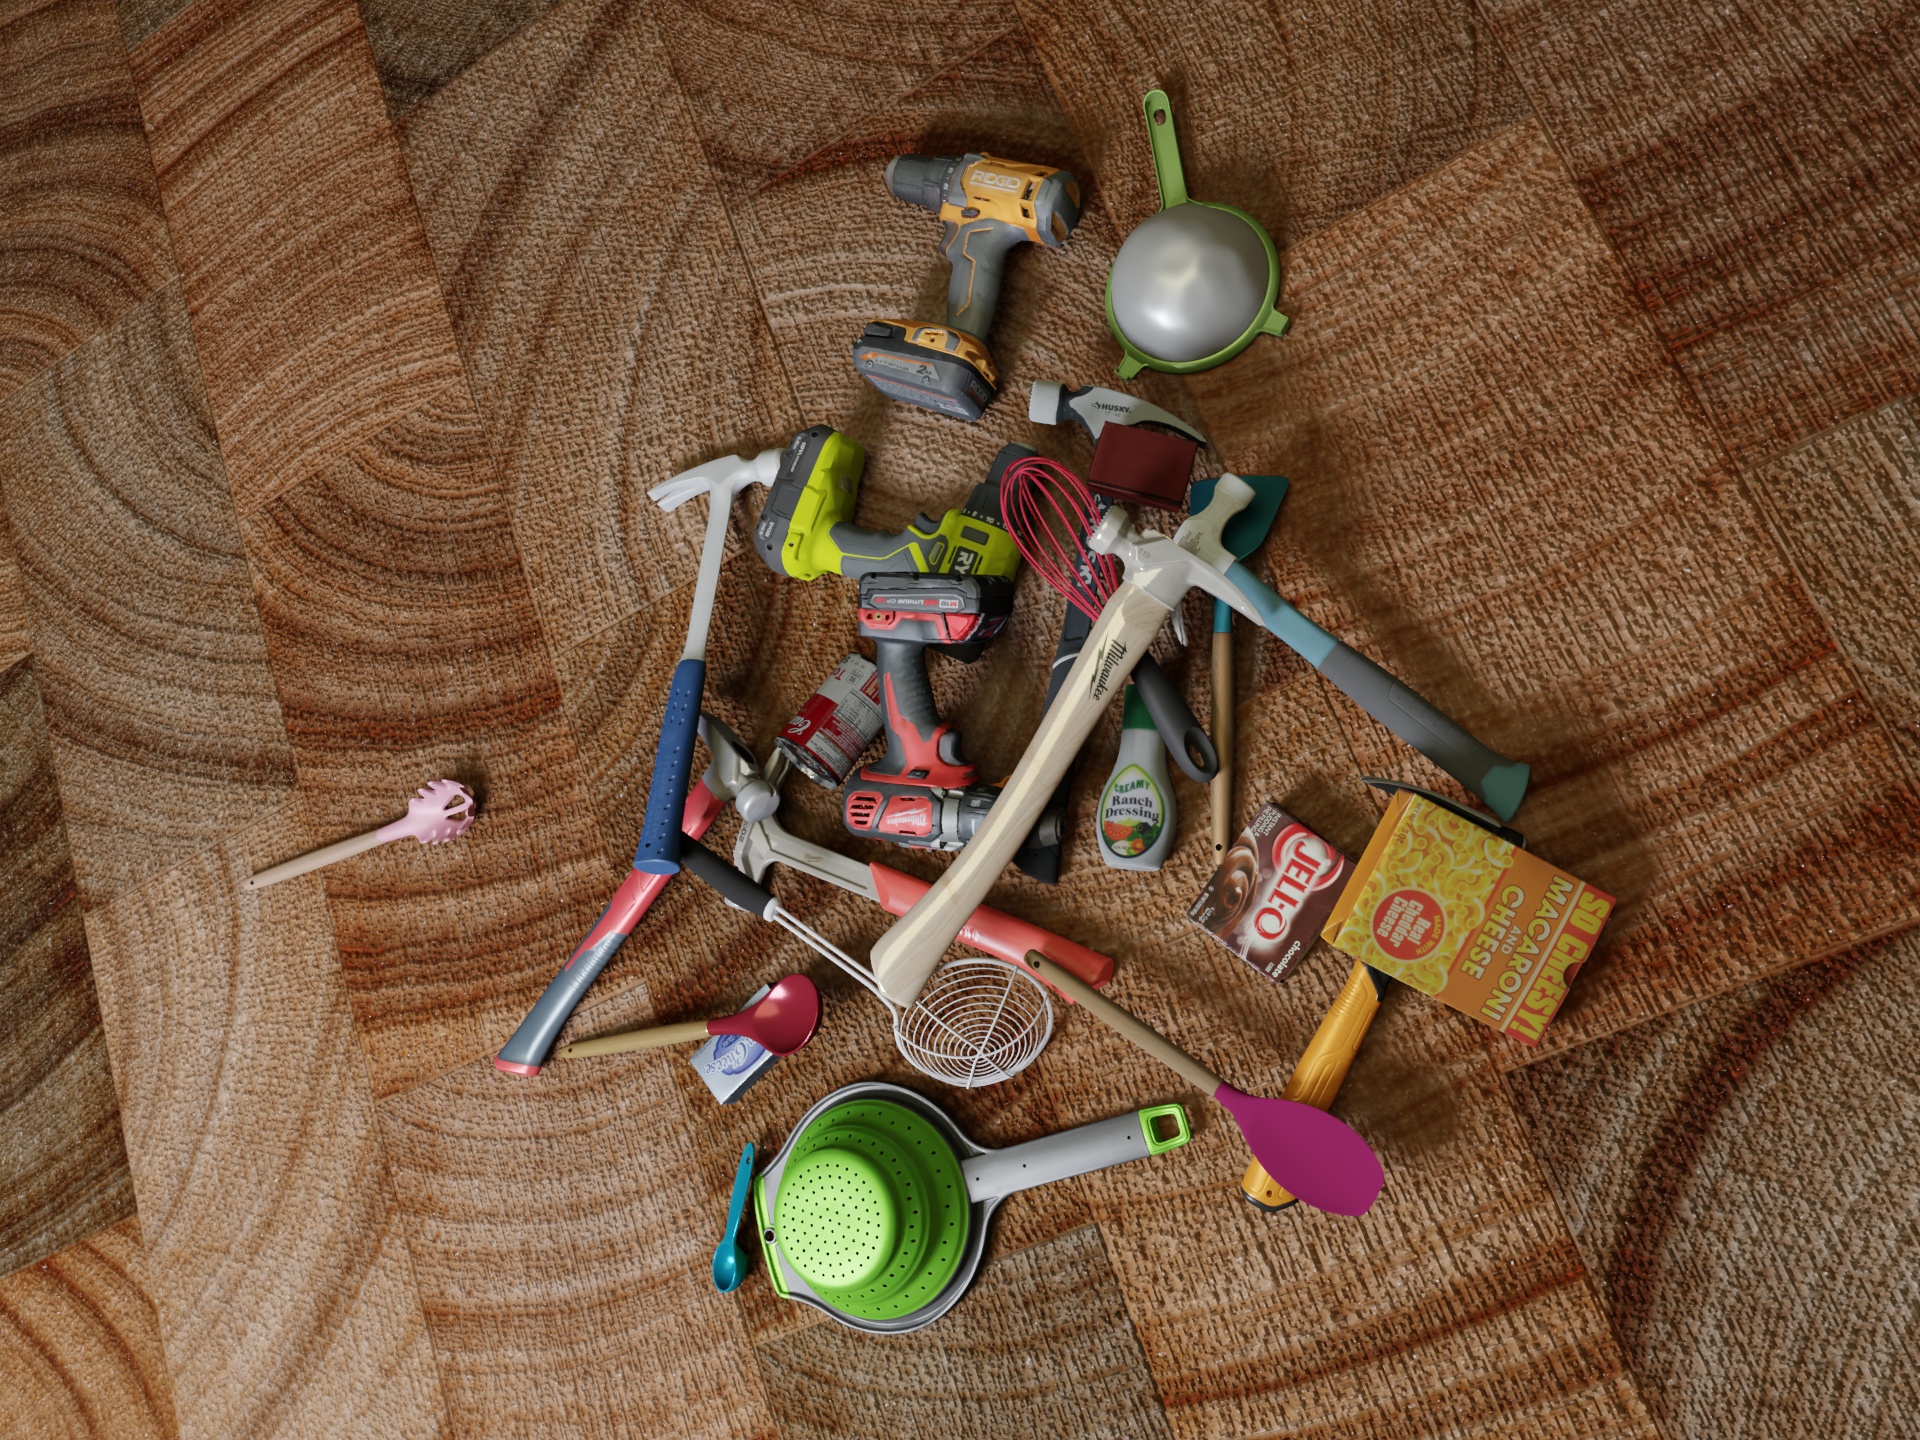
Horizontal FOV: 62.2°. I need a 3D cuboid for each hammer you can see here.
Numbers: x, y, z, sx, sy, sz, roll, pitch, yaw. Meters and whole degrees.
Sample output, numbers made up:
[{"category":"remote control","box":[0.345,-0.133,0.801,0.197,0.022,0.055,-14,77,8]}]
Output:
[{"category":"hammer","box":[-0.035,0.143,1.346,0.359,0.036,0.149,19,89,25]},{"category":"hammer","box":[0.286,0.208,1.179,0.127,0.034,0.337,25,96,-2]},{"category":"hammer","box":[0.292,-0.043,1.210,0.331,0.033,0.128,40,99,15]},{"category":"hammer","box":[0.066,0.047,1.215,0.146,0.038,0.410,33,95,1]},{"category":"hammer","box":[-0.315,0.166,1.450,0.386,0.038,0.143,-52,56,13]},{"category":"hammer","box":[-0.240,-0.059,1.412,0.144,0.035,0.406,-6,63,24]},{"category":"hammer","box":[0.099,-0.069,1.307,0.149,0.036,0.409,10,91,7]}]

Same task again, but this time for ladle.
[{"category":"ladle","box":[-0.238,0.274,1.394,0.315,0.031,0.069,-15,60,31]}]

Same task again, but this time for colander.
[{"category":"colander","box":[-0.012,0.372,1.265,0.397,0.094,0.205,-21,74,19]}]

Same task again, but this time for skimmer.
[{"category":"skimmer","box":[-0.093,0.181,1.324,0.363,0.090,0.127,31,119,23]}]

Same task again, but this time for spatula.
[{"category":"spatula","box":[0.215,-0.043,1.275,0.082,0.044,0.317,0,86,25]}]

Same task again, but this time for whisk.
[{"category":"whisk","box":[0.120,-0.079,1.253,0.073,0.073,0.296,-32,87,16]}]

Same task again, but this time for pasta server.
[{"category":"pasta server","box":[-0.607,0.124,1.597,0.316,0.040,0.060,-19,86,21]}]

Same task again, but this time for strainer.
[{"category":"strainer","box":[0.176,-0.420,1.326,0.151,0.069,0.256,-12,78,21]}]

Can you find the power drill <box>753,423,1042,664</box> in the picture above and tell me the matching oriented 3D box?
[{"category":"power drill","box":[-0.048,-0.174,1.382,0.229,0.080,0.190,23,92,22]}]

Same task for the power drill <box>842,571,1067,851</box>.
[{"category":"power drill","box":[-0.002,-0.004,1.281,0.188,0.080,0.226,5,97,23]}]

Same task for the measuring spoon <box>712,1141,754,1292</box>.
[{"category":"measuring spoon","box":[-0.186,0.427,1.369,0.042,0.021,0.128,8,85,56]}]

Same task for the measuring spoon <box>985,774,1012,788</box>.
[{"category":"measuring spoon","box":[0.002,0.069,1.357,0.117,0.011,0.021,-16,77,24]}]

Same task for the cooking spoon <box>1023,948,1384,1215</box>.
[{"category":"cooking spoon","box":[0.174,0.262,1.197,0.319,0.017,0.068,32,106,27]}]

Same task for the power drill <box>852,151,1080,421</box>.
[{"category":"power drill","box":[-0.016,-0.395,1.403,0.185,0.084,0.226,21,86,25]}]
